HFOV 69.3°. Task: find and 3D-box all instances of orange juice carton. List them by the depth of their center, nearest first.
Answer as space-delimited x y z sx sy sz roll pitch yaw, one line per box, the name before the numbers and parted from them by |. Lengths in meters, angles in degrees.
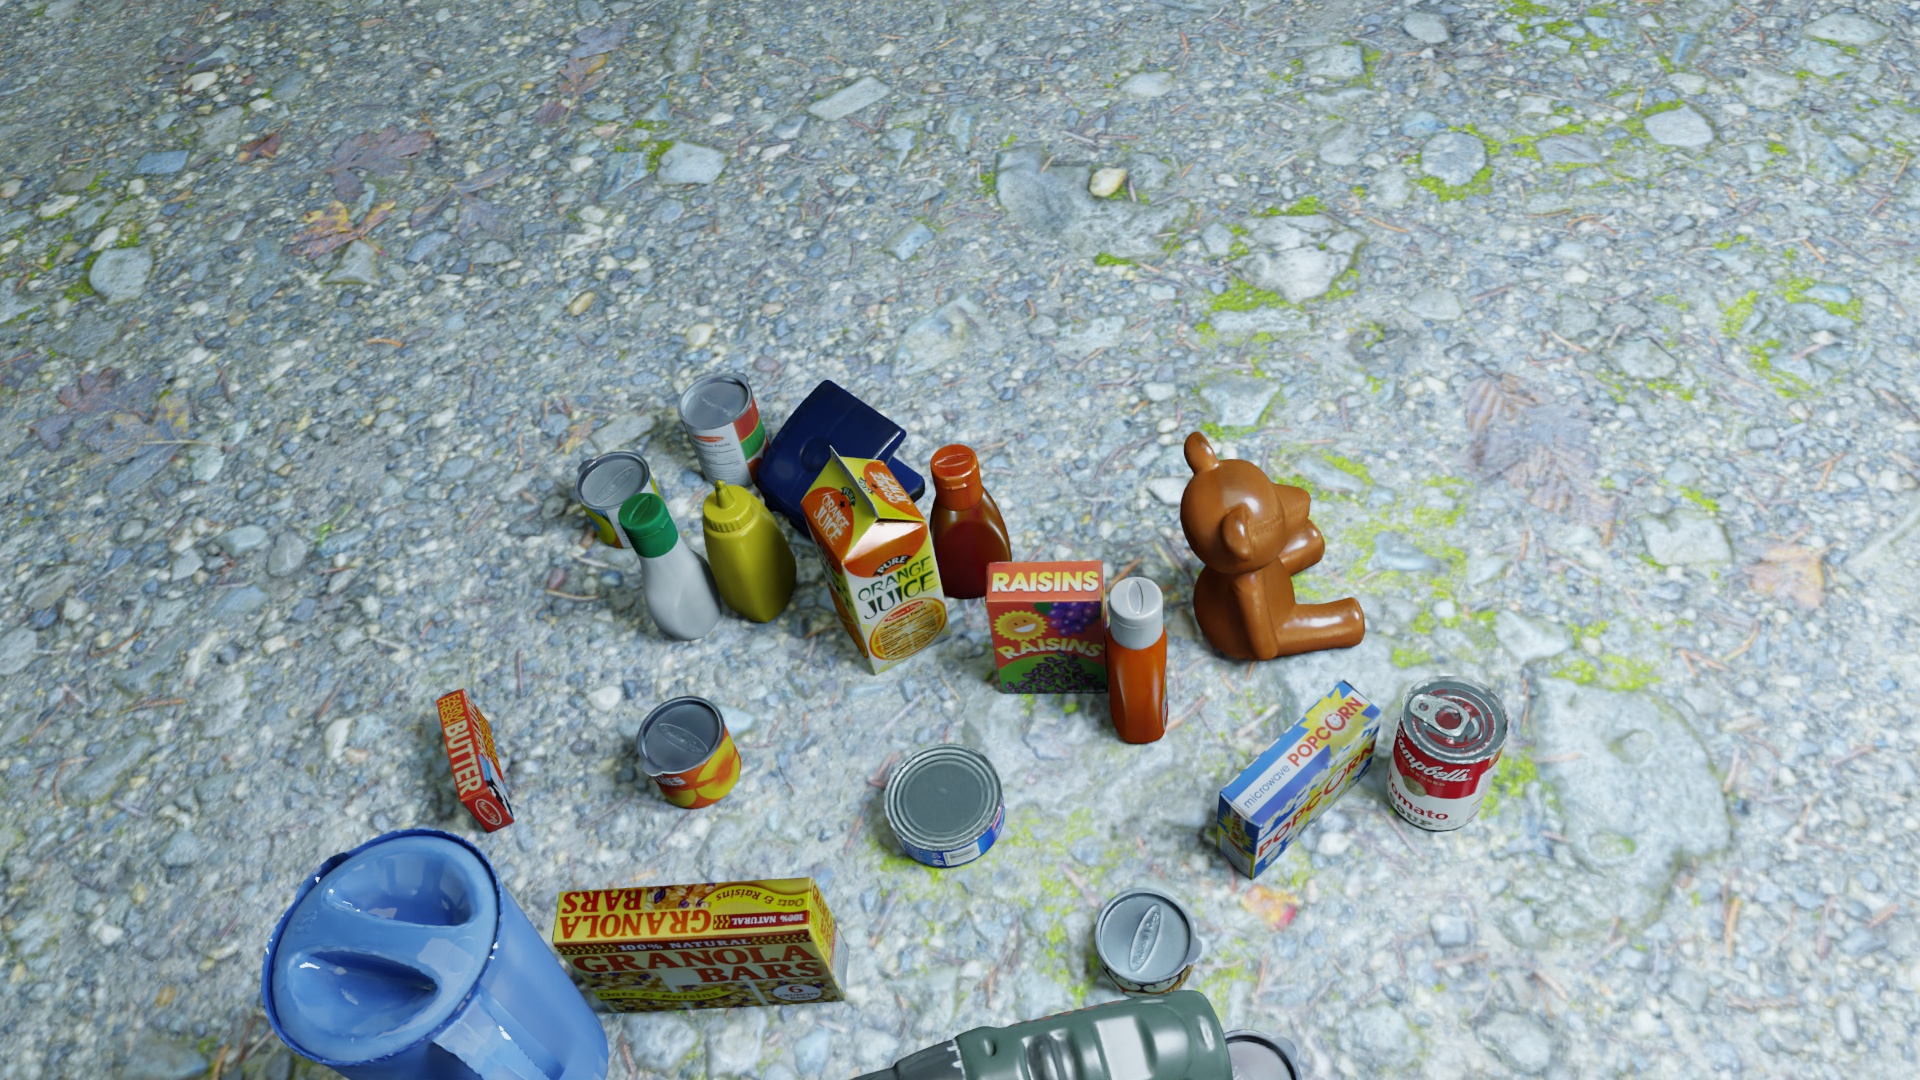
orange juice carton | -0.065 0.012 1.057 0.073 0.191 0.072 -27 53 -13

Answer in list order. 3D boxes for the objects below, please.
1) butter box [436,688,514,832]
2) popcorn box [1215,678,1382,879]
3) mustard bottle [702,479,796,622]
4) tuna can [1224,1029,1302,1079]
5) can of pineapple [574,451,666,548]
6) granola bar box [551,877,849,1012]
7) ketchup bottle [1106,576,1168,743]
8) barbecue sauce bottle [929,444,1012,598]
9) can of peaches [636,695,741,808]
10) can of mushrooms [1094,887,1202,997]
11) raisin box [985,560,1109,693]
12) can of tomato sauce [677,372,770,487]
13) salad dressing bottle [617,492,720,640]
butter box | -0.373 0.169 1.068 0.024 0.053 0.104 -24 52 -10
popcorn box | 0.232 0.165 0.957 0.127 0.084 0.038 -37 56 -20
mustard bottle | -0.173 0.000 1.103 0.049 0.159 0.065 17 56 21
tuna can | 0.179 0.339 0.860 0.071 0.032 0.071 -4 51 5
can of pineapple | -0.297 -0.036 1.217 0.071 0.057 0.071 -4 51 5
granola bar box | -0.166 0.268 0.911 0.165 0.123 0.039 -5 51 5
ketchup bottle | 0.127 0.084 0.998 0.043 0.148 0.065 -6 51 5
barbecue sauce bottle | 0.004 -0.014 1.095 0.065 0.147 0.044 -11 51 0
can of peaches | -0.205 0.162 1.044 0.071 0.057 0.071 -4 51 5
can of mushrooms | 0.125 0.269 0.924 0.071 0.033 0.071 -4 51 5
raisin box | 0.067 0.066 1.038 0.086 0.122 0.040 -1 52 8
can of tomato sauce | -0.207 -0.098 1.236 0.071 0.082 0.071 -4 51 5
salad dressing bottle | -0.231 0.021 1.103 0.044 0.147 0.064 14 55 19
